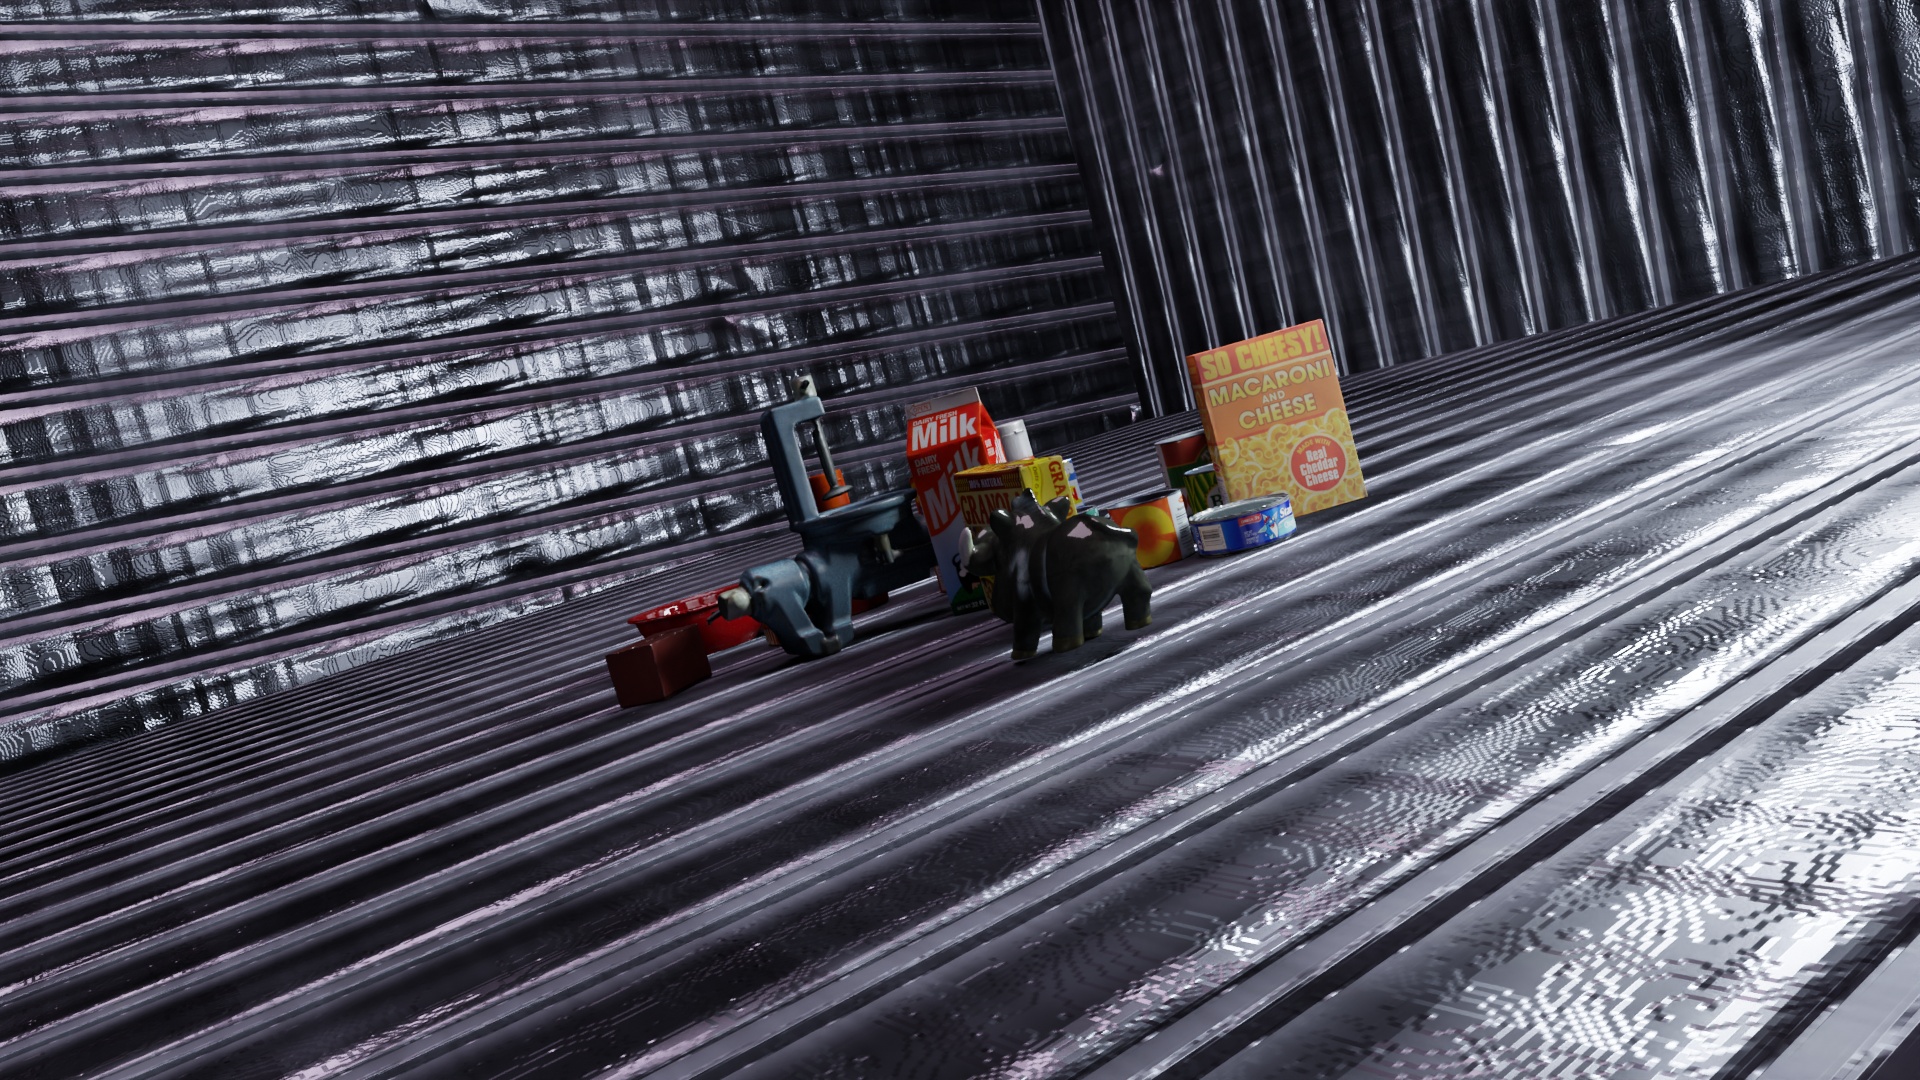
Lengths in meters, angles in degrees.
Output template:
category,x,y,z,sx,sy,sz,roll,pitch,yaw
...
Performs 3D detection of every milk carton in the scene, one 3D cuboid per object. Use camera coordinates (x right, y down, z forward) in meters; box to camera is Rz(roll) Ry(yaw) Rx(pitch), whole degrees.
category,x,y,z,sx,sy,sz,roll,pitch,yaw
milk carton,0.008,-0.037,1.243,0.072,0.190,0.073,-14,5,14

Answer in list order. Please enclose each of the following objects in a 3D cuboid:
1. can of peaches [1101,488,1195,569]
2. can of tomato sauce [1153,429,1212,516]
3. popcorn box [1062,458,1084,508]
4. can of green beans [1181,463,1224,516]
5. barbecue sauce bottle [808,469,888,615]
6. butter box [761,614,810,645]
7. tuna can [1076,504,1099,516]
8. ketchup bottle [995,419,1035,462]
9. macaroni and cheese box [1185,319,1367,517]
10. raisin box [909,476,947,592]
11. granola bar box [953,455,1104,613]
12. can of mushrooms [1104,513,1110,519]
category,x,y,z,sx,sy,sz,roll,pitch,yaw
can of peaches,0.165,-0.009,1.215,0.071,0.058,0.071,-15,5,1
can of tomato sauce,0.253,-0.073,1.494,0.071,0.083,0.071,-15,5,1
popcorn box,0.081,-0.039,1.624,0.127,0.085,0.038,-18,5,-25
can of green beans,0.251,-0.044,1.332,0.071,0.057,0.071,-15,5,1
barbecue sauce bottle,-0.122,0.001,1.444,0.065,0.148,0.043,-20,7,-43
butter box,-0.165,0.074,1.334,0.024,0.053,0.103,-18,6,-27
tuna can,0.124,-0.015,1.536,0.071,0.033,0.071,-15,5,1
ketchup bottle,0.065,-0.044,1.379,0.065,0.148,0.043,-19,6,-37
macaroni and cheese box,0.286,-0.104,1.263,0.124,0.166,0.040,-16,5,-1
raisin box,0.005,-0.018,1.413,0.086,0.123,0.040,-19,6,-38
granola bar box,0.050,-0.001,1.105,0.039,0.124,0.165,-17,5,-17
can of mushrooms,0.181,-0.017,1.386,0.071,0.033,0.071,-15,5,1
